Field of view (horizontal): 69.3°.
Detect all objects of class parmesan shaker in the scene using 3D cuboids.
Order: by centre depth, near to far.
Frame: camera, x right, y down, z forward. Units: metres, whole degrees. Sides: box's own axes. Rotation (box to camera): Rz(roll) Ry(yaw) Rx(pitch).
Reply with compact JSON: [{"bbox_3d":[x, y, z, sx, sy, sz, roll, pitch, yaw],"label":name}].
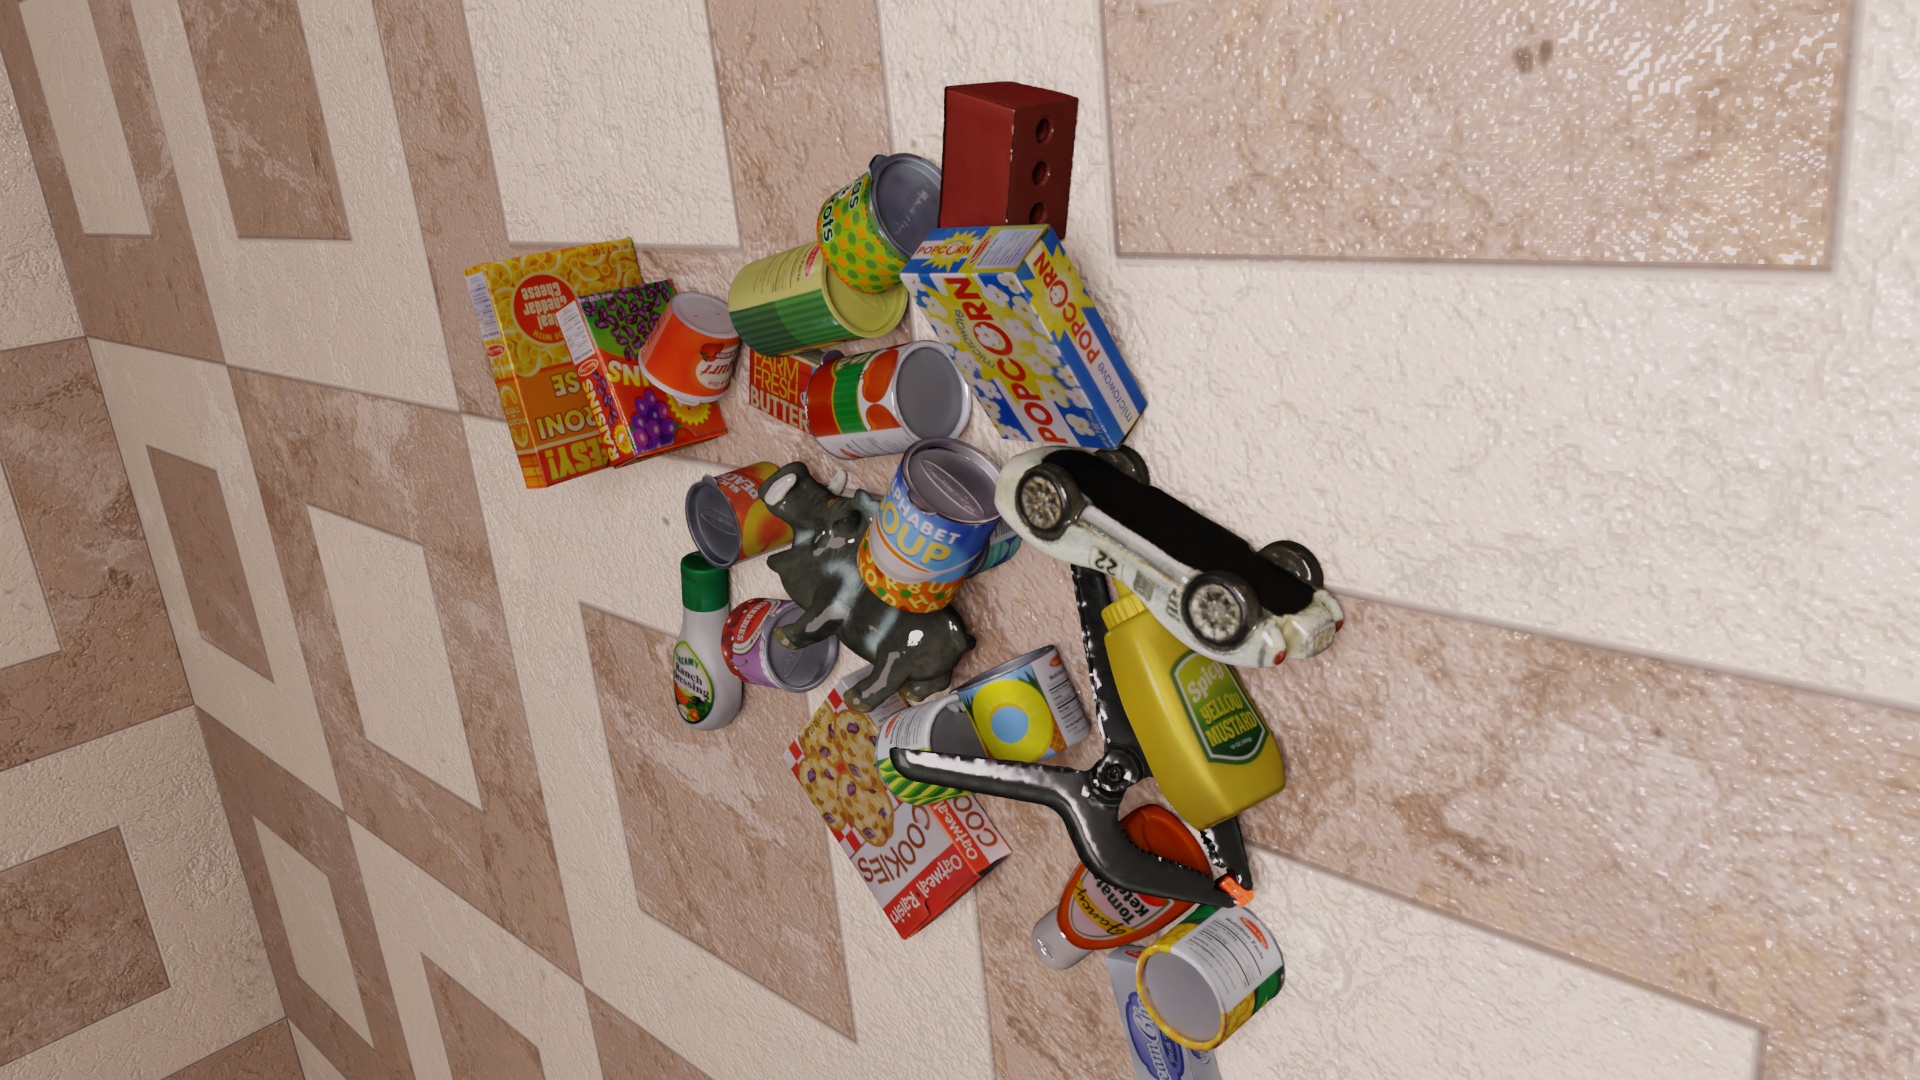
[{"bbox_3d":[-0.089,-0.155,0.873,0.103,0.071,0.071,-3,105,48],"label":"parmesan shaker"}]

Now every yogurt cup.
[{"bbox_3d":[-0.188,-0.139,0.985,0.072,0.072,0.053,47,127,22],"label":"yogurt cup"}]

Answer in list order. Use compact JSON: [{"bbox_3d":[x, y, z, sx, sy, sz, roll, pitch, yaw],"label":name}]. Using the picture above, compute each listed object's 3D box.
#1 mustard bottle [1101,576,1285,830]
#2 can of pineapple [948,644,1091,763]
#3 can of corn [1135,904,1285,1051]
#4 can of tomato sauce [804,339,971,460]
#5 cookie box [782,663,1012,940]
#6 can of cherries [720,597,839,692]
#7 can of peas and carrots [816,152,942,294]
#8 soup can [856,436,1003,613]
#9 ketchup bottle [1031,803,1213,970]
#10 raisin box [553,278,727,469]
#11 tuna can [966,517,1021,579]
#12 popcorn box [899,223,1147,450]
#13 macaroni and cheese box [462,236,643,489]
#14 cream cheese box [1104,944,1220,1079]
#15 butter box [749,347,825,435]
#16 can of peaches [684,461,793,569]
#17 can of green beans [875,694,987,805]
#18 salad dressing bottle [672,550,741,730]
[{"bbox_3d":[0.115,0.074,0.755,0.048,0.065,0.160,-42,71,51],"label":"mustard bottle"},{"bbox_3d":[0.037,0.103,0.846,0.070,0.071,0.058,-26,88,49],"label":"can of pineapple"},{"bbox_3d":[0.143,0.253,0.805,0.071,0.058,0.071,21,121,40],"label":"can of corn"},{"bbox_3d":[-0.044,-0.087,0.852,0.083,0.071,0.071,-3,104,47],"label":"can of tomato sauce"},{"bbox_3d":[-0.050,0.188,0.997,0.168,0.040,0.122,54,137,16],"label":"cookie box"},{"bbox_3d":[-0.134,0.074,1.014,0.058,0.072,0.071,3,109,47],"label":"can of cherries"},{"bbox_3d":[-0.043,-0.184,0.805,0.058,0.071,0.071,-17,94,49],"label":"can of peas and carrots"},{"bbox_3d":[-0.019,-0.007,0.802,0.071,0.071,0.083,49,135,20],"label":"soup can"},{"bbox_3d":[0.093,0.221,0.857,0.065,0.044,0.148,52,137,16],"label":"ketchup bottle"},{"bbox_3d":[-0.234,-0.123,1.022,0.040,0.086,0.123,-18,94,44],"label":"raisin box"},{"bbox_3d":[0.003,-0.011,0.859,0.071,0.033,0.070,21,121,40],"label":"tuna can"},{"bbox_3d":[0.035,-0.106,0.737,0.085,0.038,0.126,10,145,45],"label":"popcorn box"},{"bbox_3d":[-0.288,-0.134,1.046,0.040,0.124,0.166,-1,106,48],"label":"macaroni and cheese box"},{"bbox_3d":[0.128,0.307,0.870,0.053,0.024,0.103,-6,102,49],"label":"cream cheese box"},{"bbox_3d":[-0.103,-0.102,0.939,0.103,0.024,0.053,26,124,37],"label":"butter box"},{"bbox_3d":[-0.157,-0.021,1.006,0.071,0.058,0.071,21,121,41],"label":"can of peaches"},{"bbox_3d":[-0.013,0.138,0.916,0.057,0.071,0.071,-24,89,48],"label":"can of green beans"},{"bbox_3d":[-0.203,0.080,1.111,0.064,0.044,0.147,25,123,36],"label":"salad dressing bottle"}]
